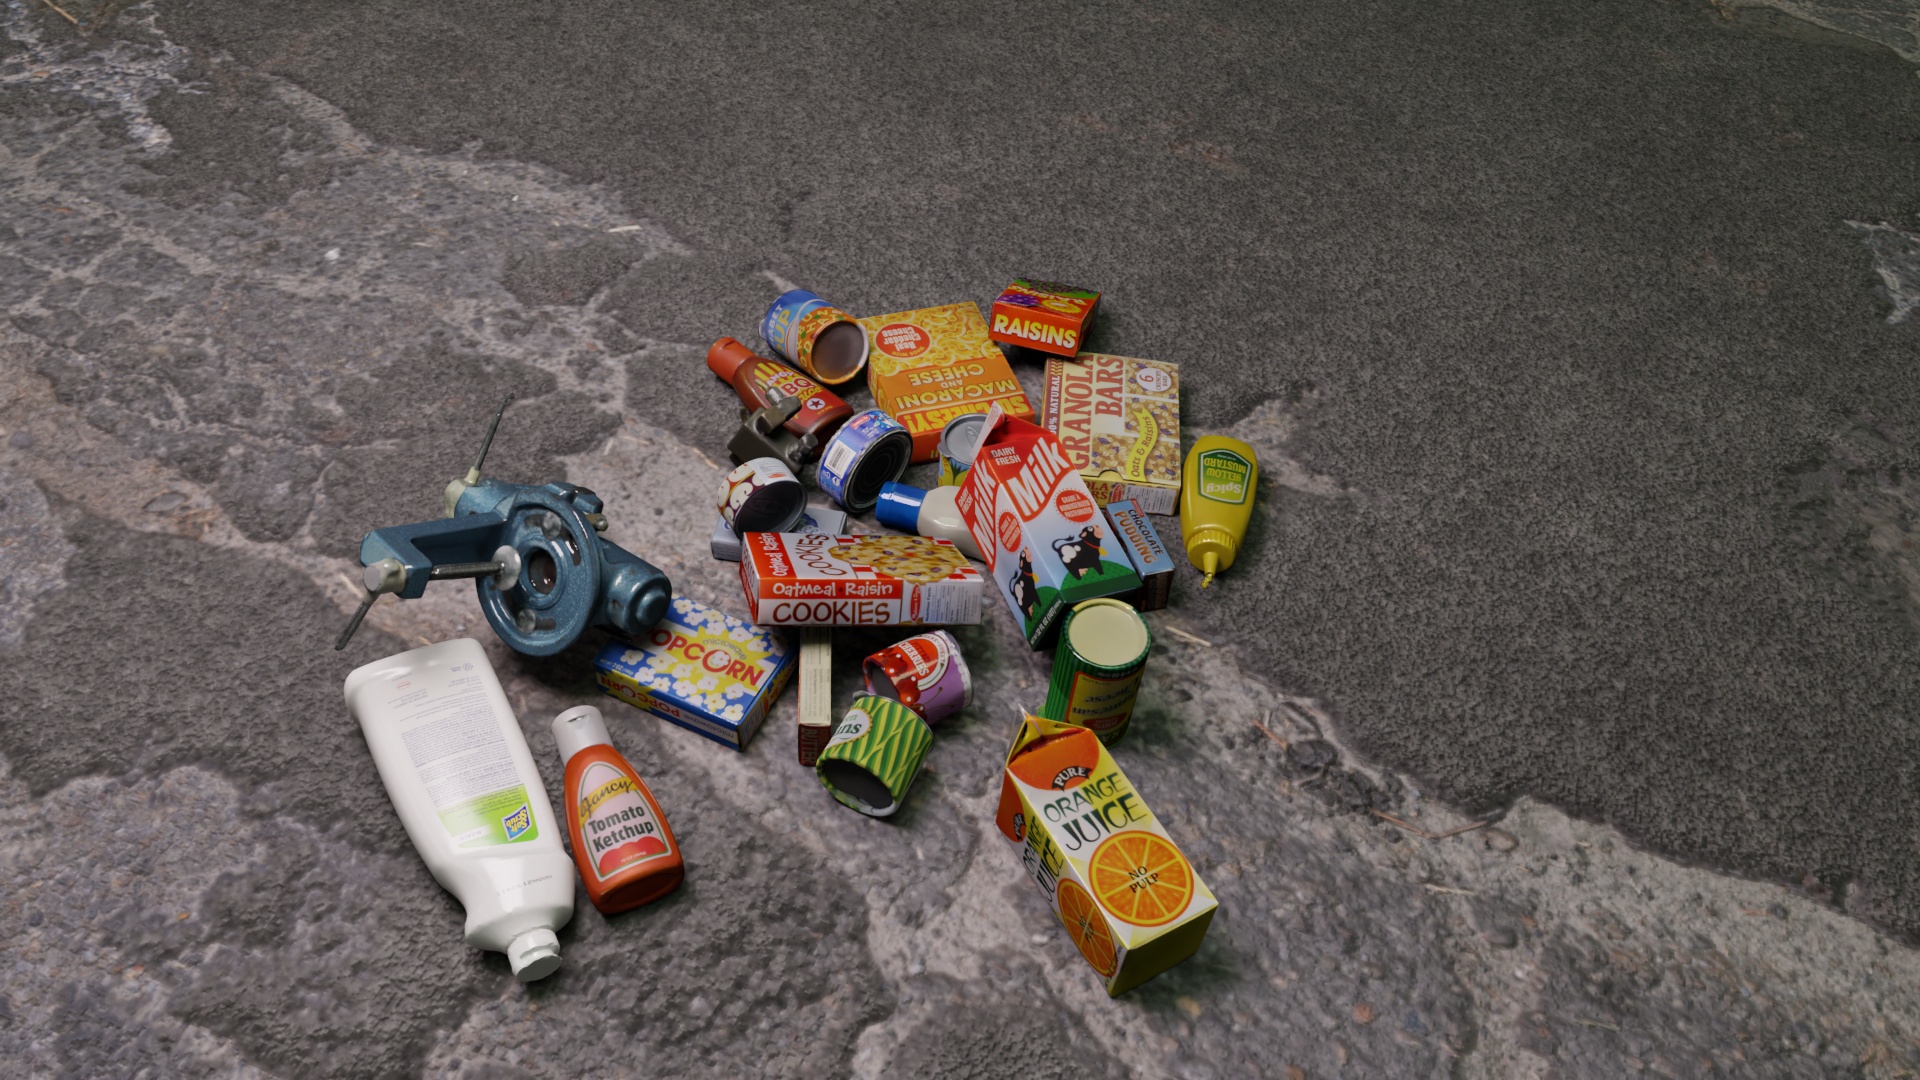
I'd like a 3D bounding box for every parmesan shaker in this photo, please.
[{"bbox_3d":[0.097,0.100,1.021,0.071,0.102,0.072,3,48,-3],"label":"parmesan shaker"}]

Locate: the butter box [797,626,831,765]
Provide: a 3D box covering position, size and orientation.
[{"bbox_3d":[-0.108,0.109,1.027,0.024,0.052,0.104,1,48,-6],"label":"butter box"}]

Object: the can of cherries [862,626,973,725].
[{"bbox_3d":[-0.032,0.103,1.028,0.058,0.071,0.072,-23,54,-23],"label":"can of cherries"}]

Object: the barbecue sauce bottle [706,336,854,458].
[{"bbox_3d":[-0.166,-0.132,1.247,0.149,0.043,0.065,36,51,25],"label":"barbecue sauce bottle"}]

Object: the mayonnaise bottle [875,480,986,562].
[{"bbox_3d":[0.004,-0.015,1.159,0.148,0.041,0.065,15,46,10],"label":"mayonnaise bottle"}]

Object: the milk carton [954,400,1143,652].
[{"bbox_3d":[0.057,-0.016,1.083,0.074,0.072,0.191,-11,58,-29],"label":"milk carton"}]

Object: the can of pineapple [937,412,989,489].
[{"bbox_3d":[0.013,-0.067,1.195,0.071,0.057,0.071,3,47,-3],"label":"can of pineapple"}]

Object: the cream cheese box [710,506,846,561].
[{"bbox_3d":[-0.150,-0.005,1.145,0.104,0.024,0.054,8,47,2],"label":"cream cheese box"}]

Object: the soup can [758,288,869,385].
[{"bbox_3d":[-0.134,-0.185,1.269,0.071,0.071,0.084,-25,38,-25],"label":"soup can"}]

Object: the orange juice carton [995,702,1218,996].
[{"bbox_3d":[0.085,0.202,0.949,0.073,0.071,0.193,-20,53,-23],"label":"orange juice carton"}]

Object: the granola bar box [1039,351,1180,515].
[{"bbox_3d":[0.134,-0.101,1.250,0.124,0.038,0.166,6,47,1],"label":"granola bar box"}]

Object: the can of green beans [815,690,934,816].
[{"bbox_3d":[-0.061,0.153,0.983,0.071,0.071,0.058,22,50,14],"label":"can of green beans"}]

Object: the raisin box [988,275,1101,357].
[{"bbox_3d":[0.082,-0.214,1.316,0.086,0.040,0.124,14,25,9],"label":"raisin box"}]

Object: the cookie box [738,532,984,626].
[{"bbox_3d":[-0.079,0.030,1.061,0.168,0.040,0.123,1,15,-14],"label":"cookie box"}]

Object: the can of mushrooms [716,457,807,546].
[{"bbox_3d":[-0.160,-0.030,1.108,0.071,0.070,0.033,-25,56,-25],"label":"can of mushrooms"}]

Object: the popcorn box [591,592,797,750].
[{"bbox_3d":[-0.198,0.094,1.042,0.127,0.038,0.085,21,50,13],"label":"popcorn box"}]

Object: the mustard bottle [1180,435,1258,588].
[{"bbox_3d":[0.217,-0.021,1.179,0.065,0.048,0.161,11,48,4],"label":"mustard bottle"}]

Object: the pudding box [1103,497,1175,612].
[{"bbox_3d":[0.145,0.011,1.142,0.030,0.049,0.084,-12,50,-13],"label":"pudding box"}]

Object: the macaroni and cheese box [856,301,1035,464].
[{"bbox_3d":[-0.018,-0.147,1.277,0.124,0.040,0.167,-12,50,-16],"label":"macaroni and cheese box"}]

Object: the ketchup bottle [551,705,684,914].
[{"bbox_3d":[-0.243,0.181,0.956,0.065,0.043,0.149,-17,51,-22],"label":"ketchup bottle"}]
